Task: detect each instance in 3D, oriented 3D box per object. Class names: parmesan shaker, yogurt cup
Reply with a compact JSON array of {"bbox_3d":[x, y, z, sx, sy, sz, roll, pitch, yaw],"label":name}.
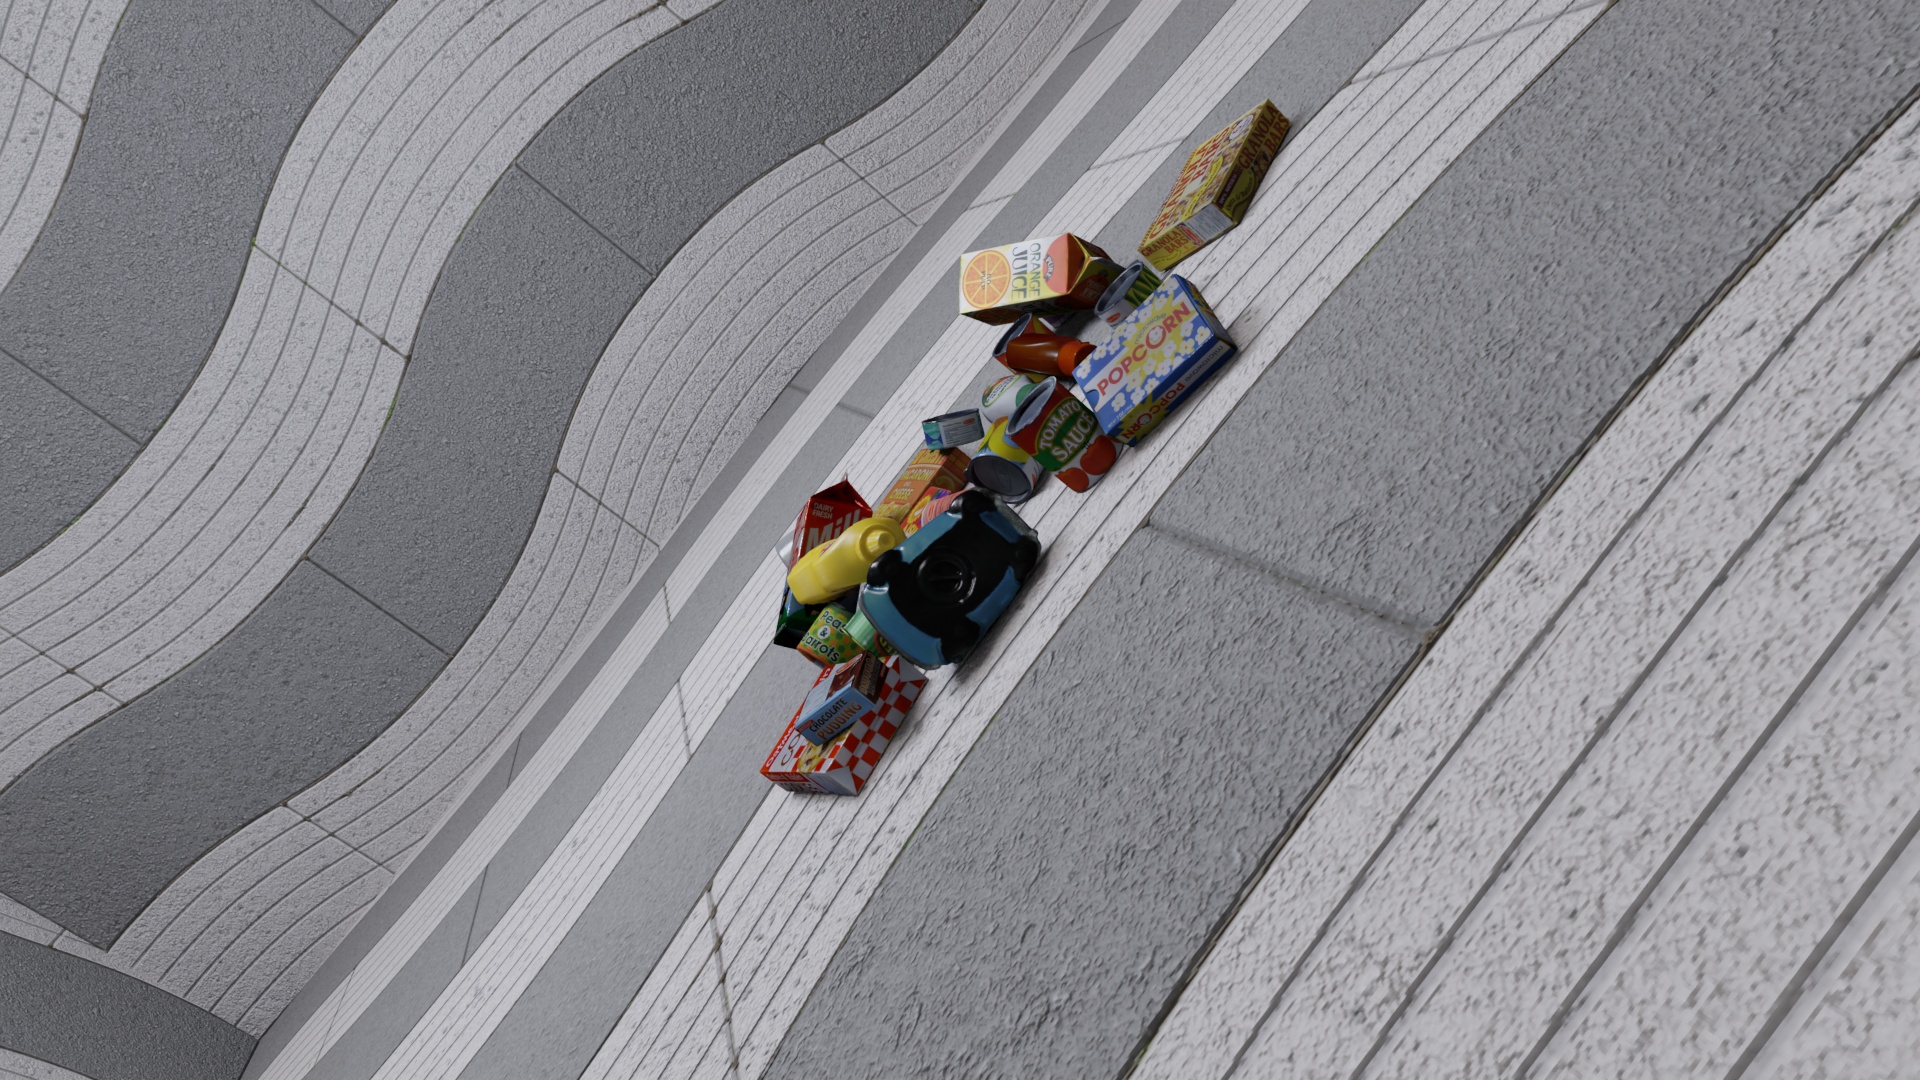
[{"bbox_3d":[-0.053,0.062,1.292,0.103,0.071,0.071,-51,16,-1],"label":"parmesan shaker"},{"bbox_3d":[0.005,-0.017,1.325,0.053,0.072,0.073,-27,27,37],"label":"yogurt cup"}]

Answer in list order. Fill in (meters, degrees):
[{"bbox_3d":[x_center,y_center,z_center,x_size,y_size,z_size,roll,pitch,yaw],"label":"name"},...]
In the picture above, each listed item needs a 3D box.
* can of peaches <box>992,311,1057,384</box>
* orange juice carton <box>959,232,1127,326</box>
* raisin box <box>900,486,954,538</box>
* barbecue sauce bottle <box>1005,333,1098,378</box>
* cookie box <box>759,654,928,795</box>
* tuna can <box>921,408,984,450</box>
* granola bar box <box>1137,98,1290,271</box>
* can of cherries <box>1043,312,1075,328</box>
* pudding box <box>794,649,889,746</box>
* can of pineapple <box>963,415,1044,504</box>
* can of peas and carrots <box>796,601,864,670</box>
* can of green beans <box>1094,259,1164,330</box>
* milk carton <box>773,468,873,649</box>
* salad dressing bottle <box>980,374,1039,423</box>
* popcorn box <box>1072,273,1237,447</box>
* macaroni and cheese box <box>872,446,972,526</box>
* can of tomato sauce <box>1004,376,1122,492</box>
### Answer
[{"bbox_3d":[0.078,-0.213,1.567,0.071,0.058,0.071,-45,17,18],"label":"can of peaches"},{"bbox_3d":[0.095,-0.296,1.570,0.192,0.072,0.073,-3,83,37],"label":"orange juice carton"},{"bbox_3d":[-0.042,0.005,1.448,0.123,0.040,0.086,-54,15,-6],"label":"raisin box"},{"bbox_3d":[0.103,-0.193,1.461,0.148,0.065,0.043,-153,58,-67],"label":"barbecue sauce bottle"},{"bbox_3d":[-0.108,0.169,1.262,0.123,0.040,0.167,-58,19,-23],"label":"cookie box"},{"bbox_3d":[-0.009,-0.123,1.538,0.071,0.032,0.071,-13,10,2],"label":"tuna can"},{"bbox_3d":[0.263,-0.366,1.439,0.124,0.039,0.166,-24,31,56],"label":"granola bar box"},{"bbox_3d":[0.112,-0.296,1.655,0.071,0.058,0.072,-46,16,18],"label":"can of cherries"},{"bbox_3d":[-0.102,0.136,1.193,0.083,0.030,0.050,-38,20,33],"label":"pudding box"},{"bbox_3d":[0.046,-0.078,1.335,0.070,0.071,0.058,-30,25,51],"label":"can of pineapple"},{"bbox_3d":[-0.123,0.102,1.393,0.059,0.071,0.071,-55,16,-12],"label":"can of peas and carrots"},{"bbox_3d":[0.172,-0.225,1.336,0.071,0.058,0.071,-46,17,18],"label":"can of green beans"},{"bbox_3d":[-0.144,0.021,1.492,0.072,0.073,0.191,132,149,-63],"label":"milk carton"},{"bbox_3d":[0.064,-0.150,1.488,0.064,0.044,0.147,-43,15,-8],"label":"salad dressing bottle"},{"bbox_3d":[0.163,-0.152,1.177,0.126,0.038,0.085,-44,47,24],"label":"popcorn box"},{"bbox_3d":[-0.061,-0.031,1.571,0.167,0.040,0.123,-54,17,-11],"label":"macaroni and cheese box"},{"bbox_3d":[0.091,-0.092,1.216,0.071,0.083,0.071,-46,17,18],"label":"can of tomato sauce"}]
